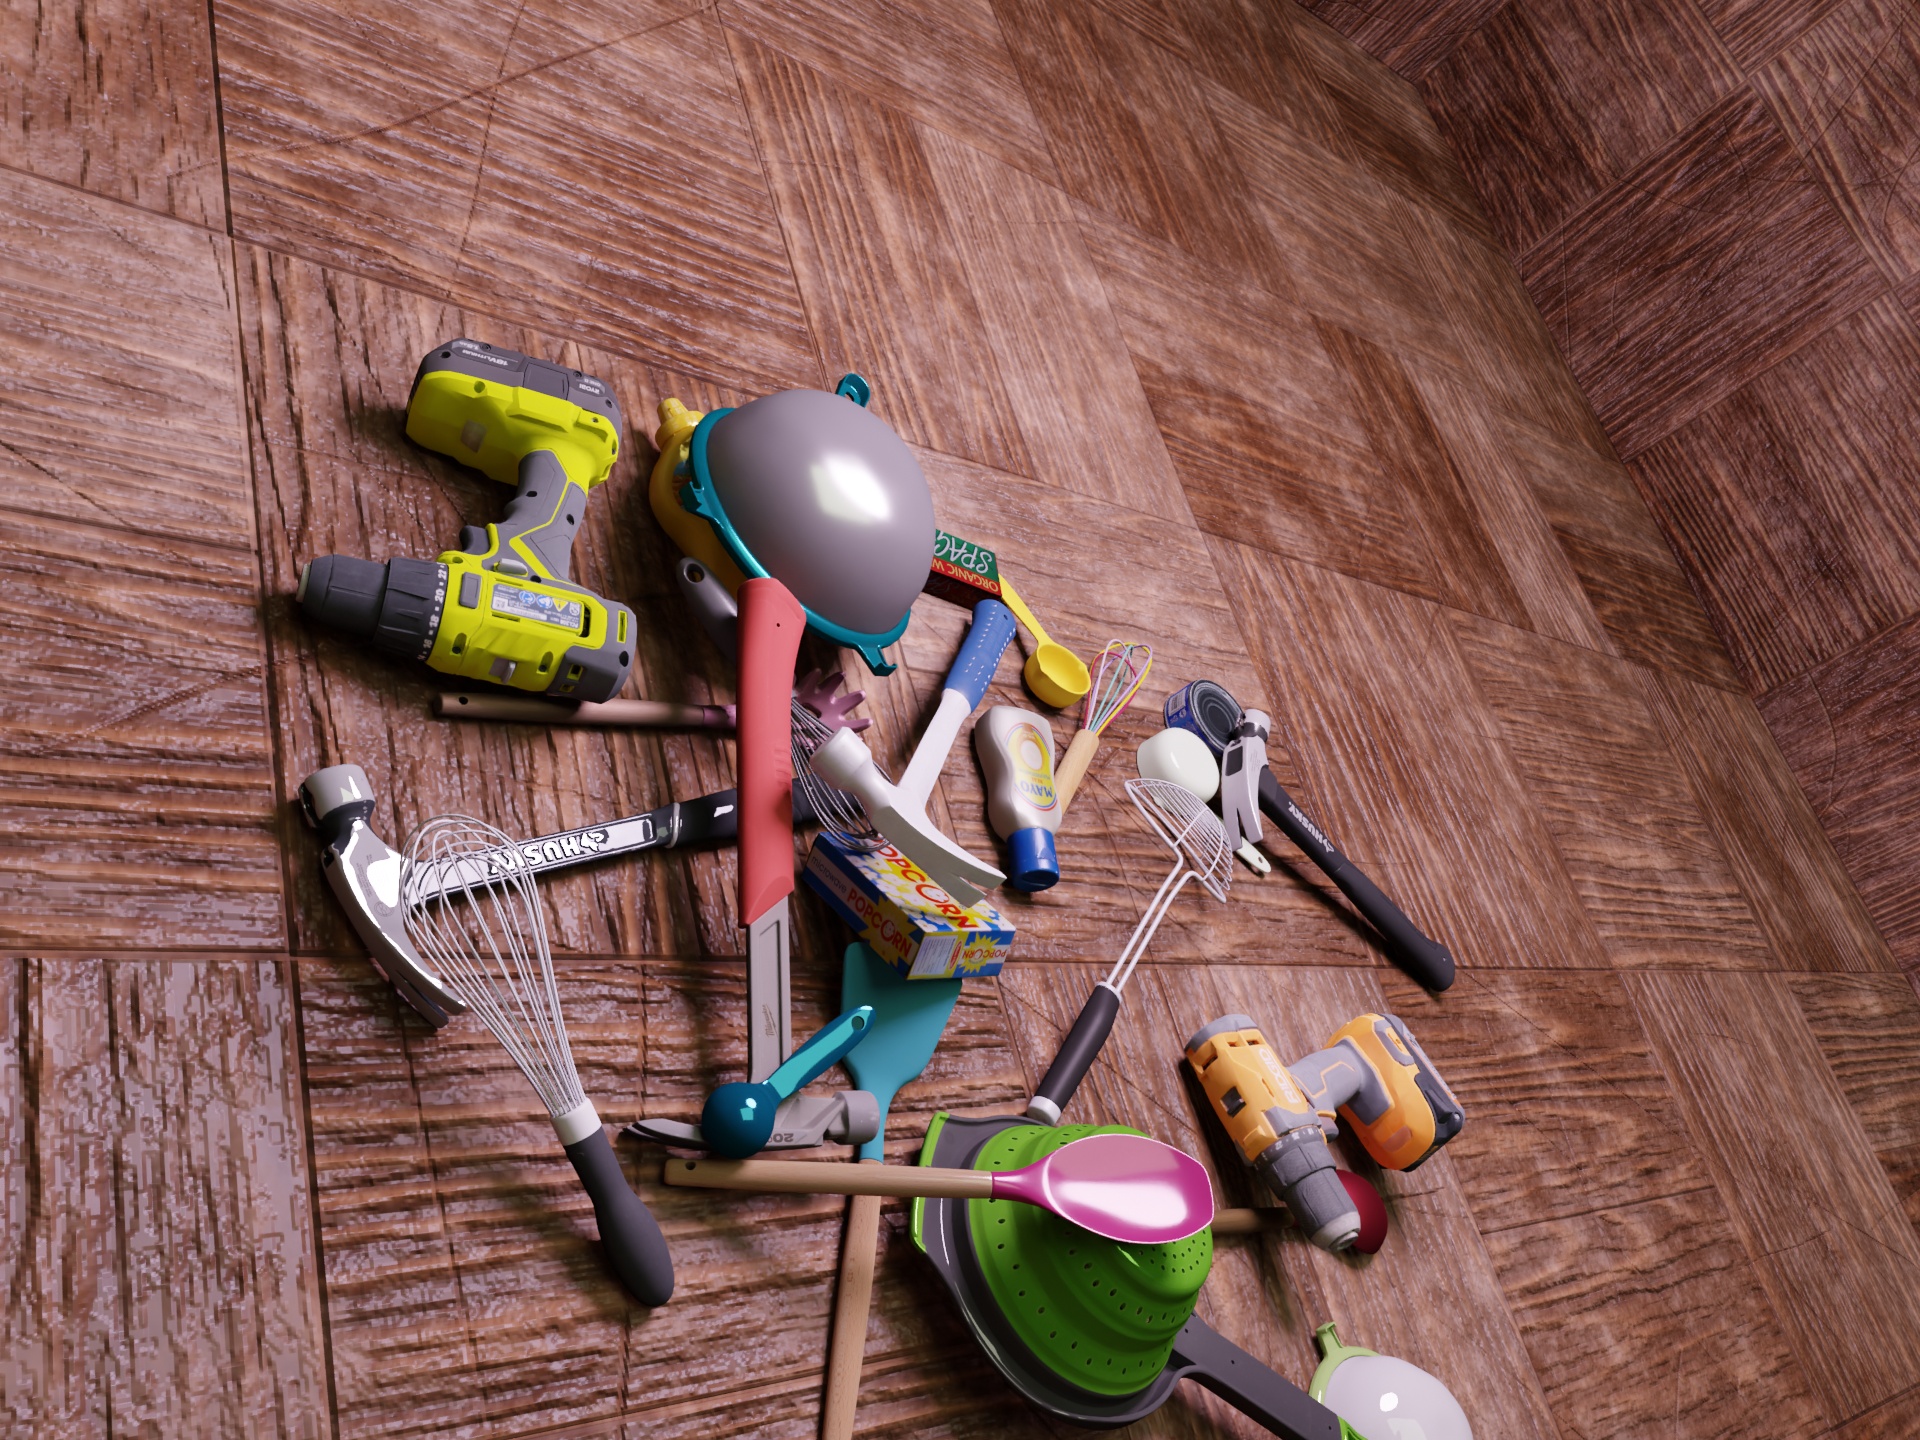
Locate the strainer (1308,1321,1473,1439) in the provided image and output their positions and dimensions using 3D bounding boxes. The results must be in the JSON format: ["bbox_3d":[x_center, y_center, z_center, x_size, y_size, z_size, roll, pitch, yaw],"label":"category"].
[{"bbox_3d":[0.361,0.545,1.149,0.256,0.069,0.152,34,41,-20],"label":"strainer"}]

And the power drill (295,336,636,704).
[{"bbox_3d":[-0.298,-0.125,0.990,0.190,0.080,0.229,13,52,-25],"label":"power drill"}]

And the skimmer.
[{"bbox_3d":[0.120,0.176,1.231,0.127,0.090,0.363,48,47,-11],"label":"skimmer"}]

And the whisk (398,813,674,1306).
[{"bbox_3d":[-0.214,0.179,0.823,0.070,0.070,0.284,-33,103,-53],"label":"whisk"}]

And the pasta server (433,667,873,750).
[{"bbox_3d":[-0.191,-0.007,1.045,0.316,0.040,0.060,3,64,-44],"label":"pasta server"}]

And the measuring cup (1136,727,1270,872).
[{"bbox_3d":[0.228,0.073,1.417,0.167,0.038,0.083,43,38,-9],"label":"measuring cup"}]

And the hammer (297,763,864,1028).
[{"bbox_3d":[-0.191,0.072,0.984,0.408,0.036,0.149,-10,70,-50],"label":"hammer"}]

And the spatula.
[{"bbox_3d":[-0.054,0.284,0.948,0.082,0.044,0.318,19,48,-16],"label":"spatula"}]

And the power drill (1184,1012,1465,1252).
[{"bbox_3d":[0.296,0.314,1.238,0.226,0.084,0.186,7,41,-41],"label":"power drill"}]

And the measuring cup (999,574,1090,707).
[{"bbox_3d":[0.054,-0.074,1.374,0.062,0.029,0.157,-7,55,-49],"label":"measuring cup"}]

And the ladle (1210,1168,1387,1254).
[{"bbox_3d":[0.226,0.371,1.187,0.315,0.031,0.069,11,49,-39],"label":"ladle"}]

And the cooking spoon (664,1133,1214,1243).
[{"bbox_3d":[-0.008,0.265,0.912,0.319,0.017,0.069,5,46,-10],"label":"cooking spoon"}]

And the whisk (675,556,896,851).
[{"bbox_3d":[-0.117,-0.013,1.064,0.239,0.055,0.055,54,37,5],"label":"whisk"}]

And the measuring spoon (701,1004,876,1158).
[{"bbox_3d":[-0.091,0.199,0.904,0.128,0.021,0.042,-35,90,-35],"label":"measuring spoon"}]

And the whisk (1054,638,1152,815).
[{"bbox_3d":[0.111,0.004,1.357,0.047,0.051,0.245,28,43,3],"label":"whisk"}]

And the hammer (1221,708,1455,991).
[{"bbox_3d":[0.352,0.145,1.466,0.334,0.035,0.146,44,41,-22],"label":"hammer"}]

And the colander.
[{"bbox_3d":[0.150,0.368,1.009,0.397,0.094,0.205,38,31,-16],"label":"colander"}]

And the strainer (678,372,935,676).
[{"bbox_3d":[-0.078,-0.199,1.182,0.210,0.095,0.341,42,31,-22],"label":"strainer"}]

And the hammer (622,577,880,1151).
[{"bbox_3d":[-0.128,0.078,0.972,0.149,0.036,0.359,8,65,-28],"label":"hammer"}]

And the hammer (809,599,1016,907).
[{"bbox_3d":[-0.002,-0.004,1.155,0.144,0.035,0.406,46,22,-9],"label":"hammer"}]
